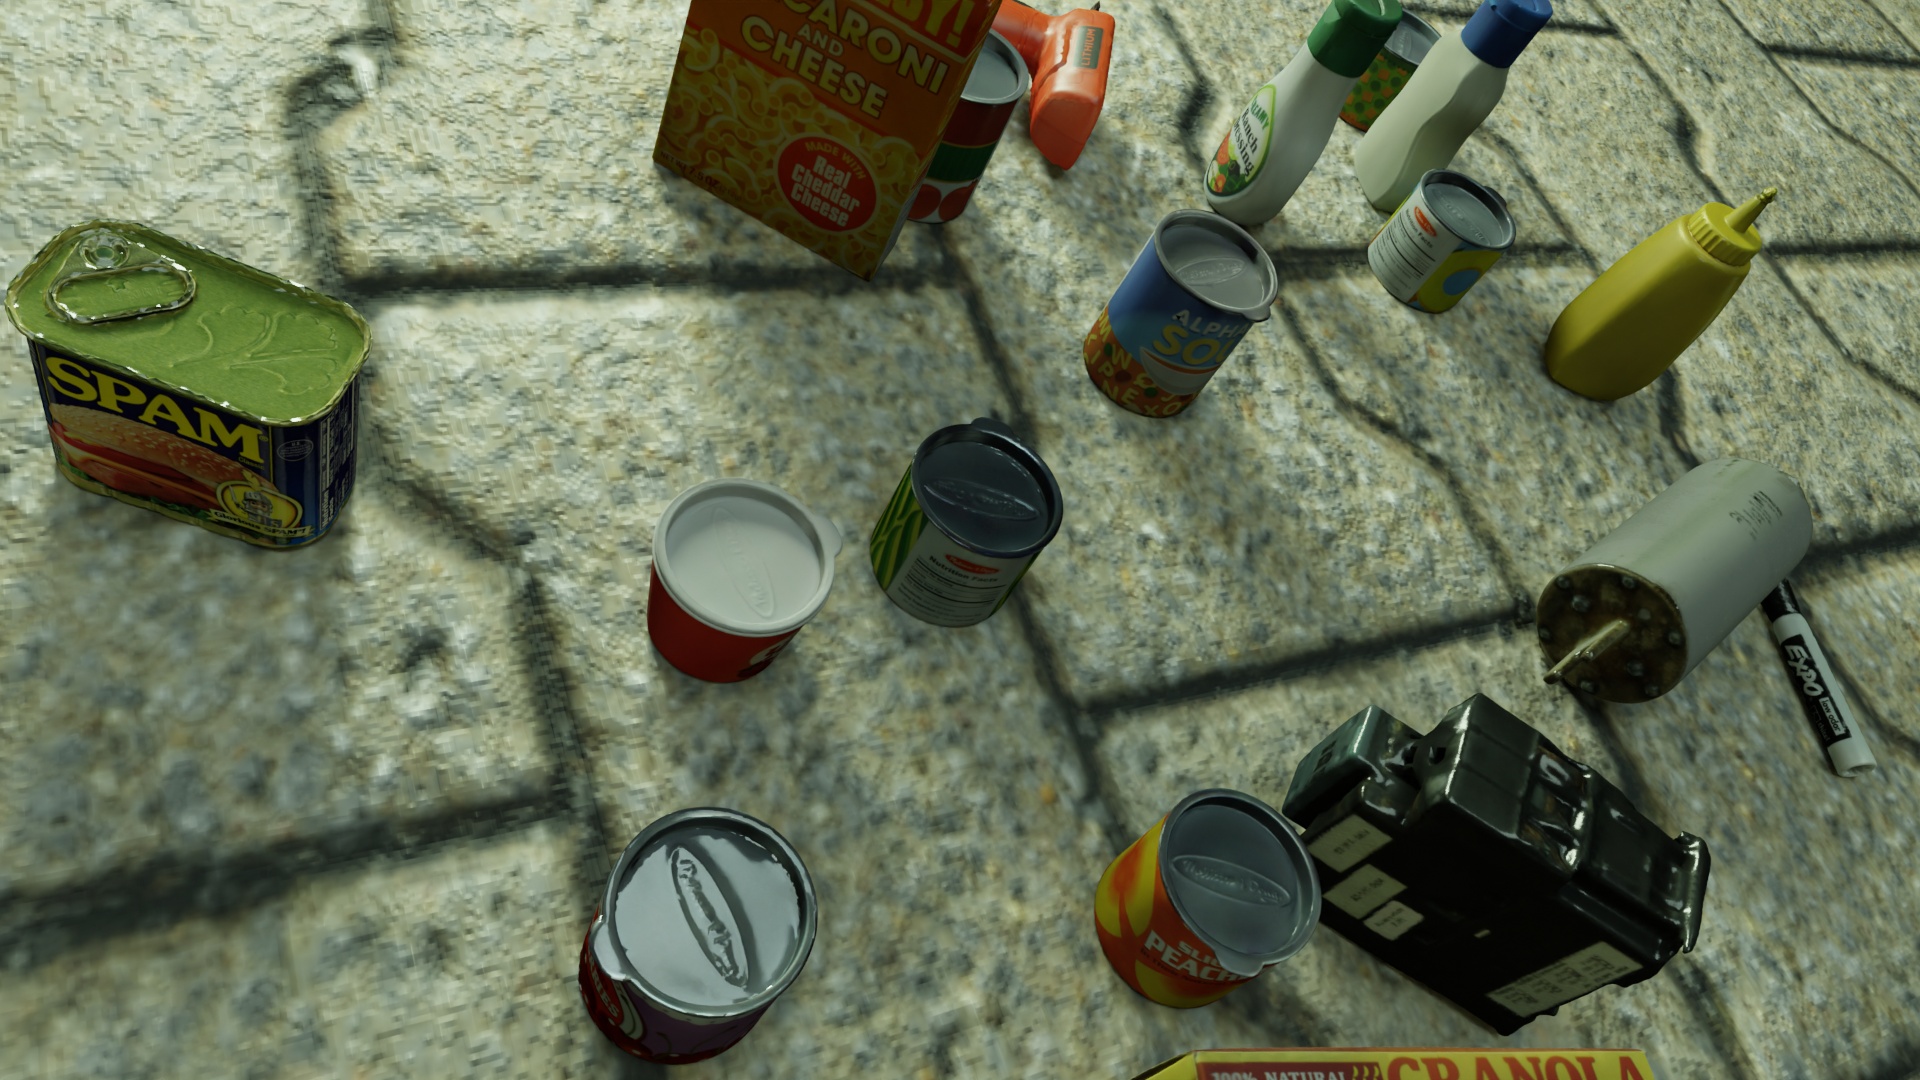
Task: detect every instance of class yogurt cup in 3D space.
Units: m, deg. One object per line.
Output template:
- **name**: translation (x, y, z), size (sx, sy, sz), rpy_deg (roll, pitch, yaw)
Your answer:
- **yogurt cup**: translation (-0.087, 0.018, 0.526), size (0.072, 0.053, 0.073), rpy_deg (12, 53, -17)

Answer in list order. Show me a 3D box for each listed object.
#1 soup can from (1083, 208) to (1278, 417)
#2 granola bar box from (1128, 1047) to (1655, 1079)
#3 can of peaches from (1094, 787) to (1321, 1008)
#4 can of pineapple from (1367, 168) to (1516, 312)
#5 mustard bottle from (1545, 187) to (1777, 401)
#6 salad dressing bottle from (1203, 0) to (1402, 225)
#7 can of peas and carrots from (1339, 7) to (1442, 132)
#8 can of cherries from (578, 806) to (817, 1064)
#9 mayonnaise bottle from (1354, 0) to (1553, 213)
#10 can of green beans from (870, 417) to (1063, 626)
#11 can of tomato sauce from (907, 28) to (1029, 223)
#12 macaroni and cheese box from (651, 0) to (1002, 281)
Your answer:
- **soup can**: translation (0.108, -0.109, 0.688), size (0.071, 0.083, 0.072), rpy_deg (12, 53, -17)
- **granola bar box**: translation (0.120, 0.197, 0.448), size (0.166, 0.123, 0.039), rpy_deg (8, 54, -20)
- **can of peaches**: translation (0.091, 0.137, 0.520), size (0.071, 0.057, 0.071), rpy_deg (12, 53, -17)
- **can of pineapple**: translation (0.292, -0.181, 0.841), size (0.071, 0.057, 0.071), rpy_deg (12, 53, -17)
- **mustard bottle**: translation (0.412, -0.147, 0.806), size (0.065, 0.159, 0.049), rpy_deg (18, 51, -12)
- **salad dressing bottle**: translation (0.191, -0.244, 0.782), size (0.044, 0.147, 0.064), rpy_deg (10, 54, -19)
- **can of peas and carrots**: translation (0.287, -0.316, 0.936), size (0.071, 0.058, 0.071), rpy_deg (12, 53, -17)
- **can of cherries**: translation (-0.088, 0.128, 0.444), size (0.071, 0.058, 0.072), rpy_deg (12, 53, -17)
- **mayonnaise bottle**: translation (0.300, -0.272, 0.851), size (0.041, 0.147, 0.065), rpy_deg (10, 53, -19)
- **can of green beans**: translation (0.001, -0.006, 0.582), size (0.071, 0.057, 0.071), rpy_deg (12, 53, -17)
- **can of tomato sauce**: translation (-0.013, -0.214, 0.708), size (0.071, 0.082, 0.071), rpy_deg (12, 53, -17)
- **macaroni and cheese box**: translation (-0.063, -0.214, 0.630), size (0.124, 0.165, 0.040), rpy_deg (29, 50, -3)
